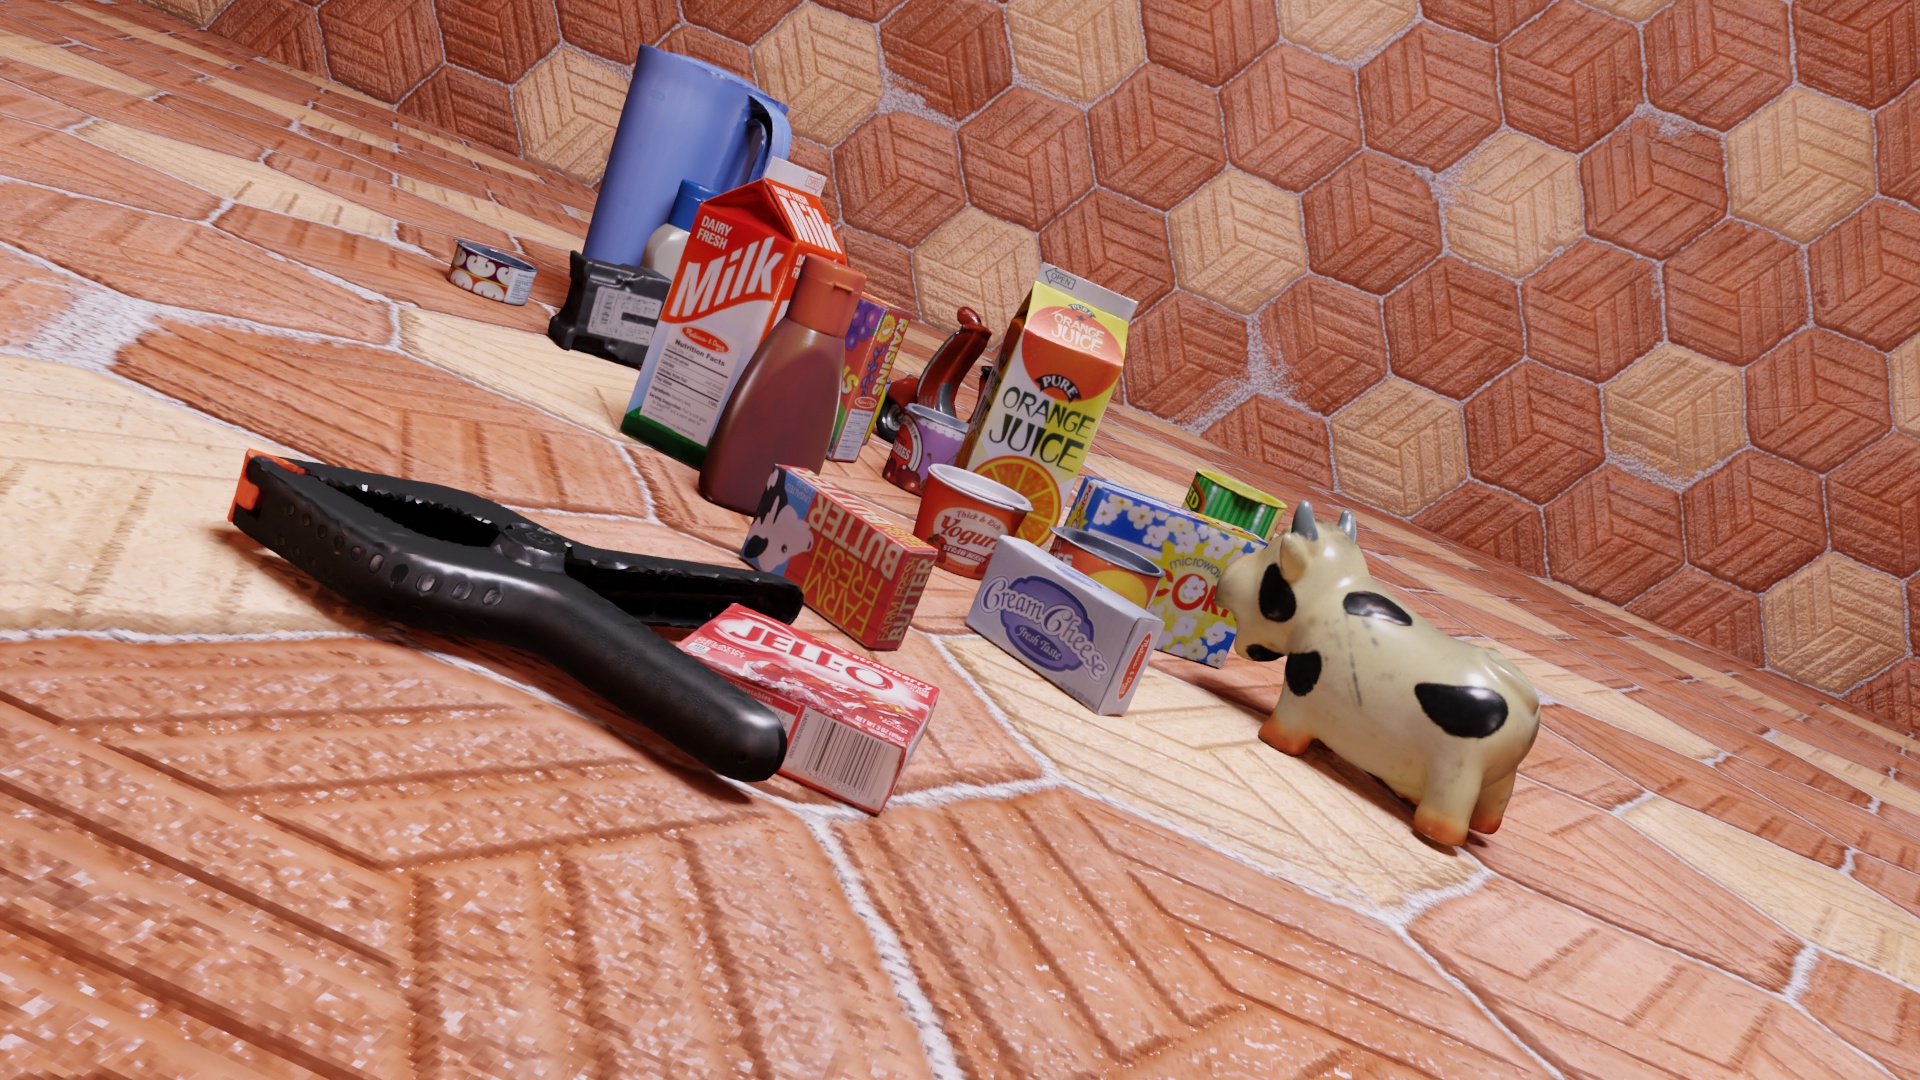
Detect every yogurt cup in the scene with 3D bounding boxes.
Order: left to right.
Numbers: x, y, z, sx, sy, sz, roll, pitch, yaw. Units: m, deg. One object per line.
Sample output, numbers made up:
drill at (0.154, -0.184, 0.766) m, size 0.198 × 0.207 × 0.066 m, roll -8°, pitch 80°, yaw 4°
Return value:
yogurt cup at (0.003, -0.011, 0.860) m, size 0.072 × 0.054 × 0.072 m, roll 21°, pitch 11°, yaw -4°

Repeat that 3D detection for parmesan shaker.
parmesan shaker at (0.172, 0.011, 0.950) m, size 0.071 × 0.103 × 0.071 m, roll 21°, pitch 11°, yaw -4°

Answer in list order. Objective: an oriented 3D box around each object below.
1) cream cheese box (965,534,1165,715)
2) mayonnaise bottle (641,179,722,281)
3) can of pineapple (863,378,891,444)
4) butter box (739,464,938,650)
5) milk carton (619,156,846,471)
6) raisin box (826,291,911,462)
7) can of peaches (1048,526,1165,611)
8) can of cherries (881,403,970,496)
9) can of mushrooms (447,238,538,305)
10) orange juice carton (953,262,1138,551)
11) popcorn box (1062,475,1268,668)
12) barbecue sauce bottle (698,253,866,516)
cream cheese box at (0.051, 0.042, 0.708) m, size 0.024 × 0.053 × 0.104 m, roll 10°, pitch 16°, yaw -47°
mayonnaise bottle at (-0.234, -0.218, 1.135) m, size 0.065 × 0.147 × 0.041 m, roll 14°, pitch 14°, yaw -37°
can of pineapple at (-0.097, -0.117, 1.152) m, size 0.071 × 0.057 × 0.071 m, roll 21°, pitch 11°, yaw -4°
butter box at (-0.060, 0.007, 0.666) m, size 0.104 × 0.053 × 0.024 m, roll 31°, pitch 14°, yaw 37°
milk carton at (-0.133, -0.141, 0.860) m, size 0.073 × 0.190 × 0.072 m, roll 26°, pitch 11°, yaw 17°
raisin box at (-0.099, -0.132, 1.050) m, size 0.086 × 0.123 × 0.040 m, roll 28°, pitch 12°, yaw 28°
can of peaches at (0.072, 0.031, 0.789) m, size 0.071 × 0.058 × 0.071 m, roll 21°, pitch 11°, yaw -4°
can of cherries at (-0.022, -0.066, 1.054) m, size 0.071 × 0.058 × 0.071 m, roll 21°, pitch 11°, yaw -4°
can of mushrooms at (-0.390, -0.222, 1.151) m, size 0.071 × 0.033 × 0.071 m, roll 21°, pitch 11°, yaw -4°
orange juice carton at (0.050, -0.082, 0.927) m, size 0.072 × 0.192 × 0.073 m, roll 20°, pitch 11°, yaw -9°
popcorn box at (0.119, 0.020, 0.855) m, size 0.127 × 0.085 × 0.038 m, roll 18°, pitch 12°, yaw -21°
barbecue sauce bottle at (-0.096, -0.087, 0.787) m, size 0.065 × 0.148 × 0.044 m, roll 15°, pitch 13°, yaw -32°
